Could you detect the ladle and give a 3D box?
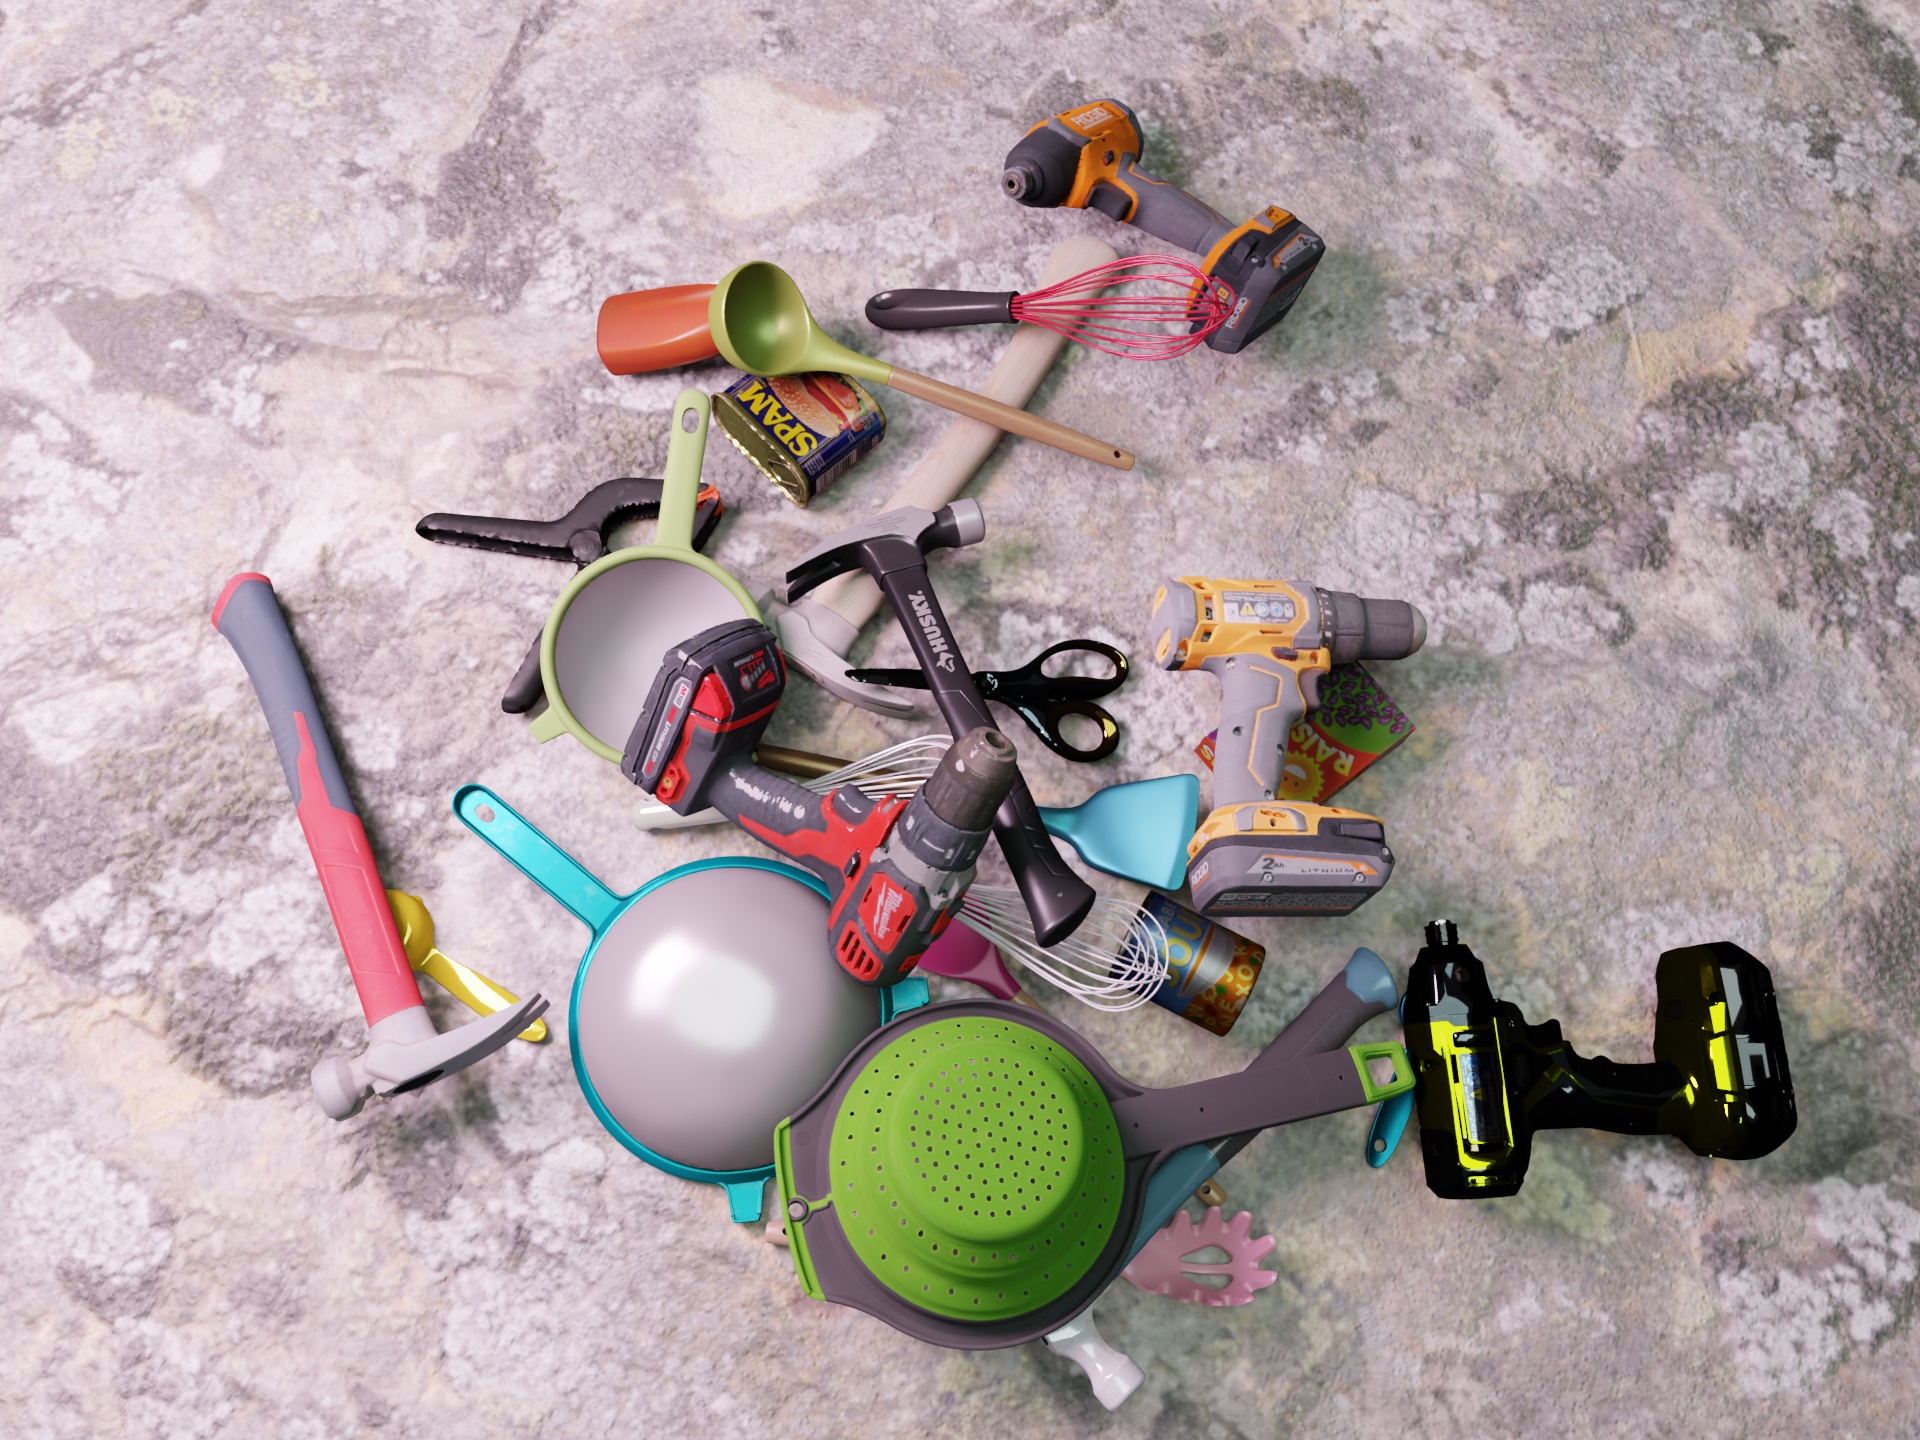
[{"bbox_3d":[-0.023,-0.238,1.121,0.320,0.062,0.078,18,79,-8],"label":"ladle"}]

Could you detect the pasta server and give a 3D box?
[{"bbox_3d":[0.036,0.329,0.992,0.316,0.040,0.060,4,56,1],"label":"pasta server"}]

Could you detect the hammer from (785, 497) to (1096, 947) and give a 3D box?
[{"bbox_3d":[-0.002,-0.003,1.019,0.146,0.035,0.335,-16,58,-14],"label":"hammer"}]

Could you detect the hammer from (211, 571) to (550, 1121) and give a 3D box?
[{"bbox_3d":[-0.400,0.056,1.042,0.143,0.038,0.387,-24,68,-9],"label":"hammer"}]

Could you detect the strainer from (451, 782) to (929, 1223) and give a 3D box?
[{"bbox_3d":[-0.197,0.143,1.005,0.340,0.095,0.211,38,76,6],"label":"strainer"}]

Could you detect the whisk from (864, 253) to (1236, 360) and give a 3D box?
[{"bbox_3d":[0.056,-0.296,1.139,0.296,0.073,0.073,8,69,30],"label":"whisk"}]

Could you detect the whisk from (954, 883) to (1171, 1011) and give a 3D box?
[{"bbox_3d":[0.004,0.117,1.021,0.285,0.070,0.070,18,71,26],"label":"whisk"}]

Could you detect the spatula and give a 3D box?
[{"bbox_3d":[0.000,0.049,1.080,0.317,0.044,0.082,12,73,3],"label":"spatula"}]

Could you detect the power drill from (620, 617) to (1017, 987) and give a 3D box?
[{"bbox_3d":[-0.081,0.032,0.960,0.227,0.187,0.080,38,33,14],"label":"power drill"}]

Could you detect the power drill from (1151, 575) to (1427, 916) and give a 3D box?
[{"bbox_3d":[0.226,0.010,1.042,0.185,0.084,0.226,1,67,-8],"label":"power drill"}]

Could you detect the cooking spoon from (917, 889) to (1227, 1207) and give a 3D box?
[{"bbox_3d":[0.053,0.200,1.045,0.319,0.017,0.069,44,84,12],"label":"cooking spoon"}]

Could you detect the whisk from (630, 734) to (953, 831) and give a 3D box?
[{"bbox_3d":[-0.102,0.050,1.057,0.246,0.058,0.059,-7,96,10],"label":"whisk"}]

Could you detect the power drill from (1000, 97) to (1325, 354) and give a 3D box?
[{"bbox_3d":[0.140,-0.370,1.177,0.226,0.084,0.164,38,44,10],"label":"power drill"}]

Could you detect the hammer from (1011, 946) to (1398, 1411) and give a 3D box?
[{"bbox_3d":[0.163,0.262,0.996,0.331,0.033,0.128,-39,67,-22],"label":"hammer"}]

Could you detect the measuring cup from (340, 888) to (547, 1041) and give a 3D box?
[{"bbox_3d":[-0.336,0.163,1.035,0.156,0.029,0.062,30,73,10],"label":"measuring cup"}]

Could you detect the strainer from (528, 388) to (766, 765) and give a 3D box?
[{"bbox_3d":[-0.199,-0.094,1.084,0.151,0.069,0.256,8,88,-9],"label":"strainer"}]

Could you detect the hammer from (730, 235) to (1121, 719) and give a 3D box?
[{"bbox_3d":[0.009,-0.192,1.164,0.146,0.038,0.411,33,73,7],"label":"hammer"}]

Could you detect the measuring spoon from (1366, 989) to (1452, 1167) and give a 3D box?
[{"bbox_3d":[0.291,0.232,1.047,0.042,0.021,0.129,25,81,-4],"label":"measuring spoon"}]

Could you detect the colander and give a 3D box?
[{"bbox_3d":[0.091,0.234,0.929,0.397,0.094,0.205,-10,65,-10],"label":"colander"}]

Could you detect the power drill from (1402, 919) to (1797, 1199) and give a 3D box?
[{"bbox_3d":[0.398,0.208,1.015,0.223,0.080,0.171,-3,77,-5],"label":"power drill"}]
